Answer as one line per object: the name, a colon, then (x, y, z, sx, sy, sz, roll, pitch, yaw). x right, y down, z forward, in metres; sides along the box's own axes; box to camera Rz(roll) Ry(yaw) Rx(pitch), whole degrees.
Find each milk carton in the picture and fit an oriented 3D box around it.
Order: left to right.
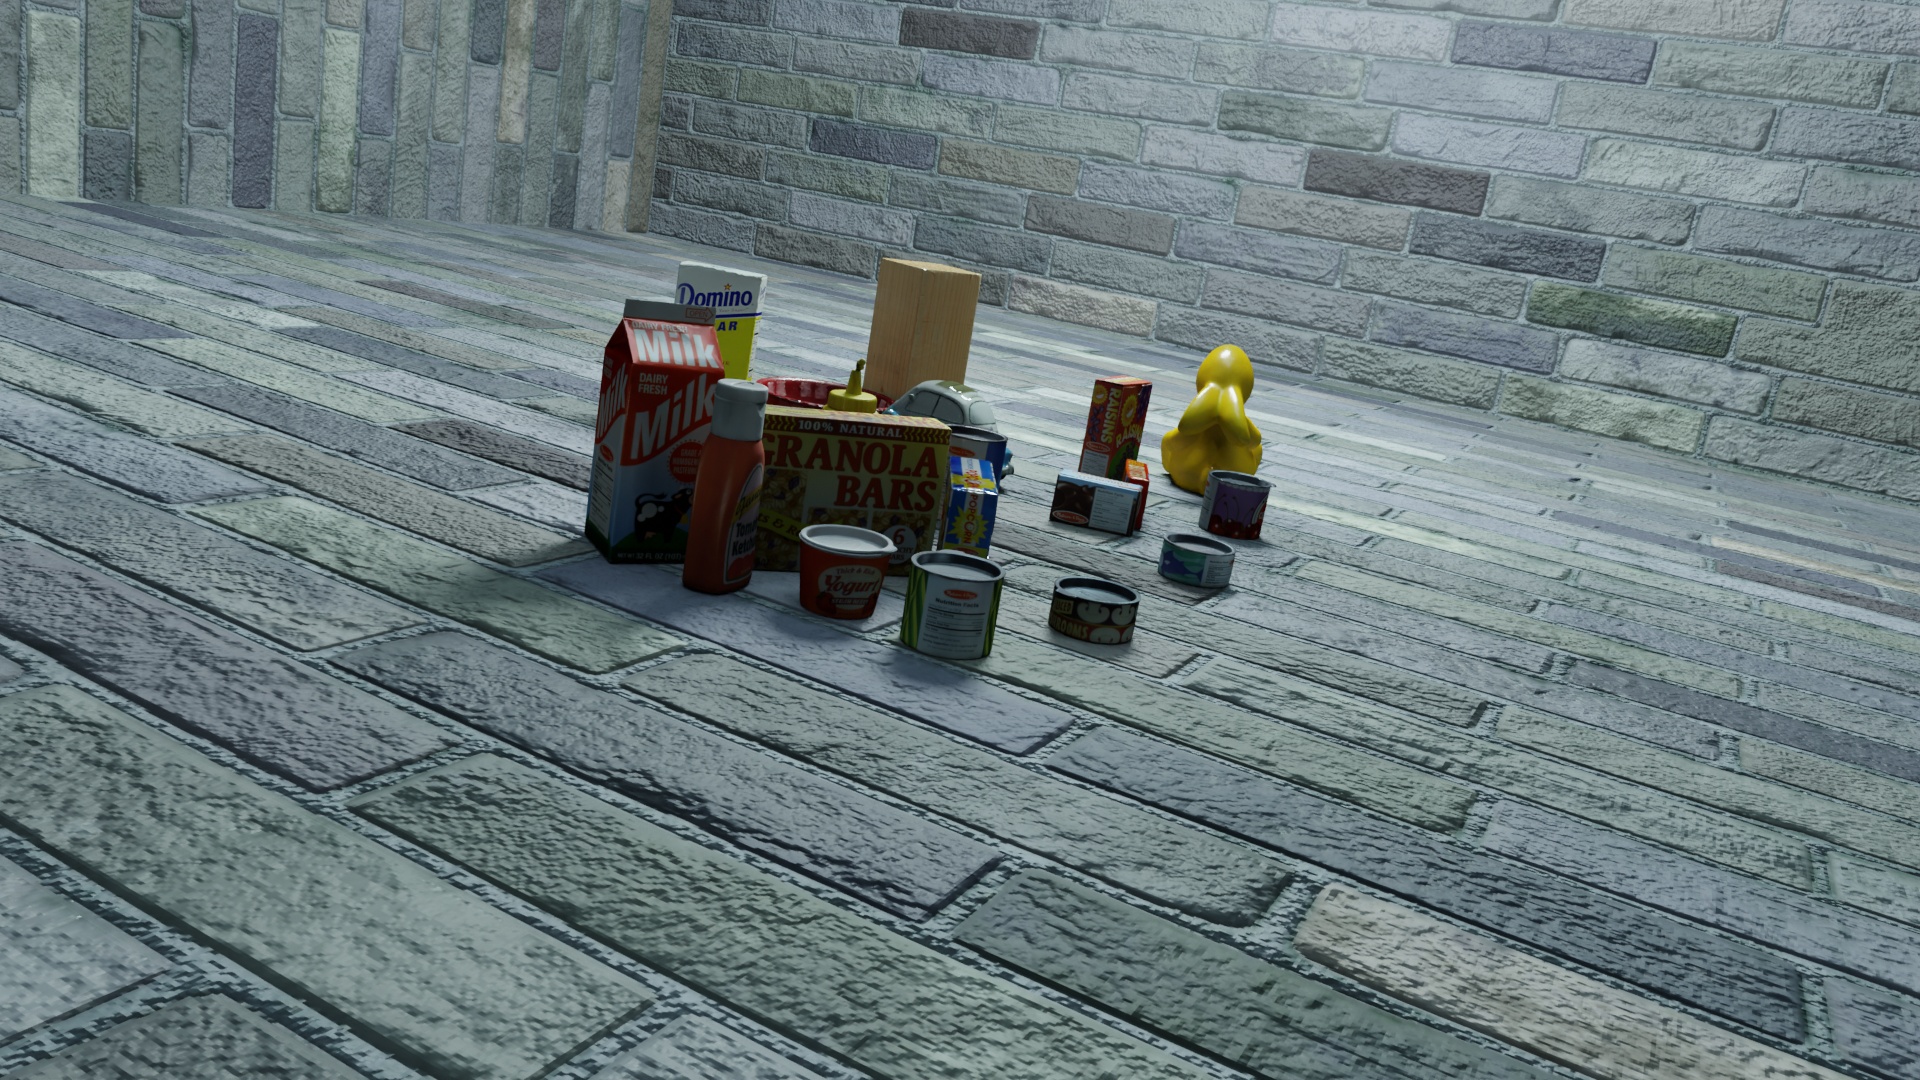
milk carton: (-0.227, -0.083, 1.038, 0.072, 0.190, 0.073, 1, 17, -31)

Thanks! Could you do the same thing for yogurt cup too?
yogurt cup: (-0.085, 0.023, 0.998, 0.072, 0.053, 0.072, 9, 14, -2)

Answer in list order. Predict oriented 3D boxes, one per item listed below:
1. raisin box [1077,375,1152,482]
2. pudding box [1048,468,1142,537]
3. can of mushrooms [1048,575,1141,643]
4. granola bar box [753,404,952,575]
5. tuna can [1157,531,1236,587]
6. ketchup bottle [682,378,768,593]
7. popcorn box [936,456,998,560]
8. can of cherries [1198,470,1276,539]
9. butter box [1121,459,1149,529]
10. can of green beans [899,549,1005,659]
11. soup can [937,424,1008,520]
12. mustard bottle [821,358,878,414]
raisin box: (0.175, -0.122, 1.574, 0.040, 0.123, 0.086, 17, 16, 27)
pudding box: (0.134, -0.038, 1.374, 0.084, 0.049, 0.030, 12, 14, 10)
can of mushrooms: (0.099, 0.052, 1.046, 0.071, 0.033, 0.071, 9, 15, -2)
granola bar box: (-0.099, -0.038, 1.082, 0.166, 0.123, 0.039, 3, 15, -23)
tuna can: (0.210, 0.017, 1.250, 0.071, 0.032, 0.071, 9, 15, -2)
ketchup bottle: (-0.166, -0.040, 0.996, 0.043, 0.148, 0.065, 13, 15, 14)
popcorn box: (0.004, -0.014, 1.133, 0.038, 0.085, 0.127, 9, 14, -4)
can of cherries: (0.289, -0.037, 1.453, 0.071, 0.058, 0.072, 9, 14, -2)
butter box: (0.179, -0.049, 1.438, 0.024, 0.053, 0.104, 11, 15, 3)
can of green beans: (-0.006, 0.044, 0.960, 0.071, 0.057, 0.071, 9, 14, -2)
soup can: (0.007, -0.063, 1.321, 0.071, 0.083, 0.071, 9, 14, -2)
mustard bottle: (-0.095, -0.072, 1.139, 0.049, 0.159, 0.065, 12, 14, 11)
